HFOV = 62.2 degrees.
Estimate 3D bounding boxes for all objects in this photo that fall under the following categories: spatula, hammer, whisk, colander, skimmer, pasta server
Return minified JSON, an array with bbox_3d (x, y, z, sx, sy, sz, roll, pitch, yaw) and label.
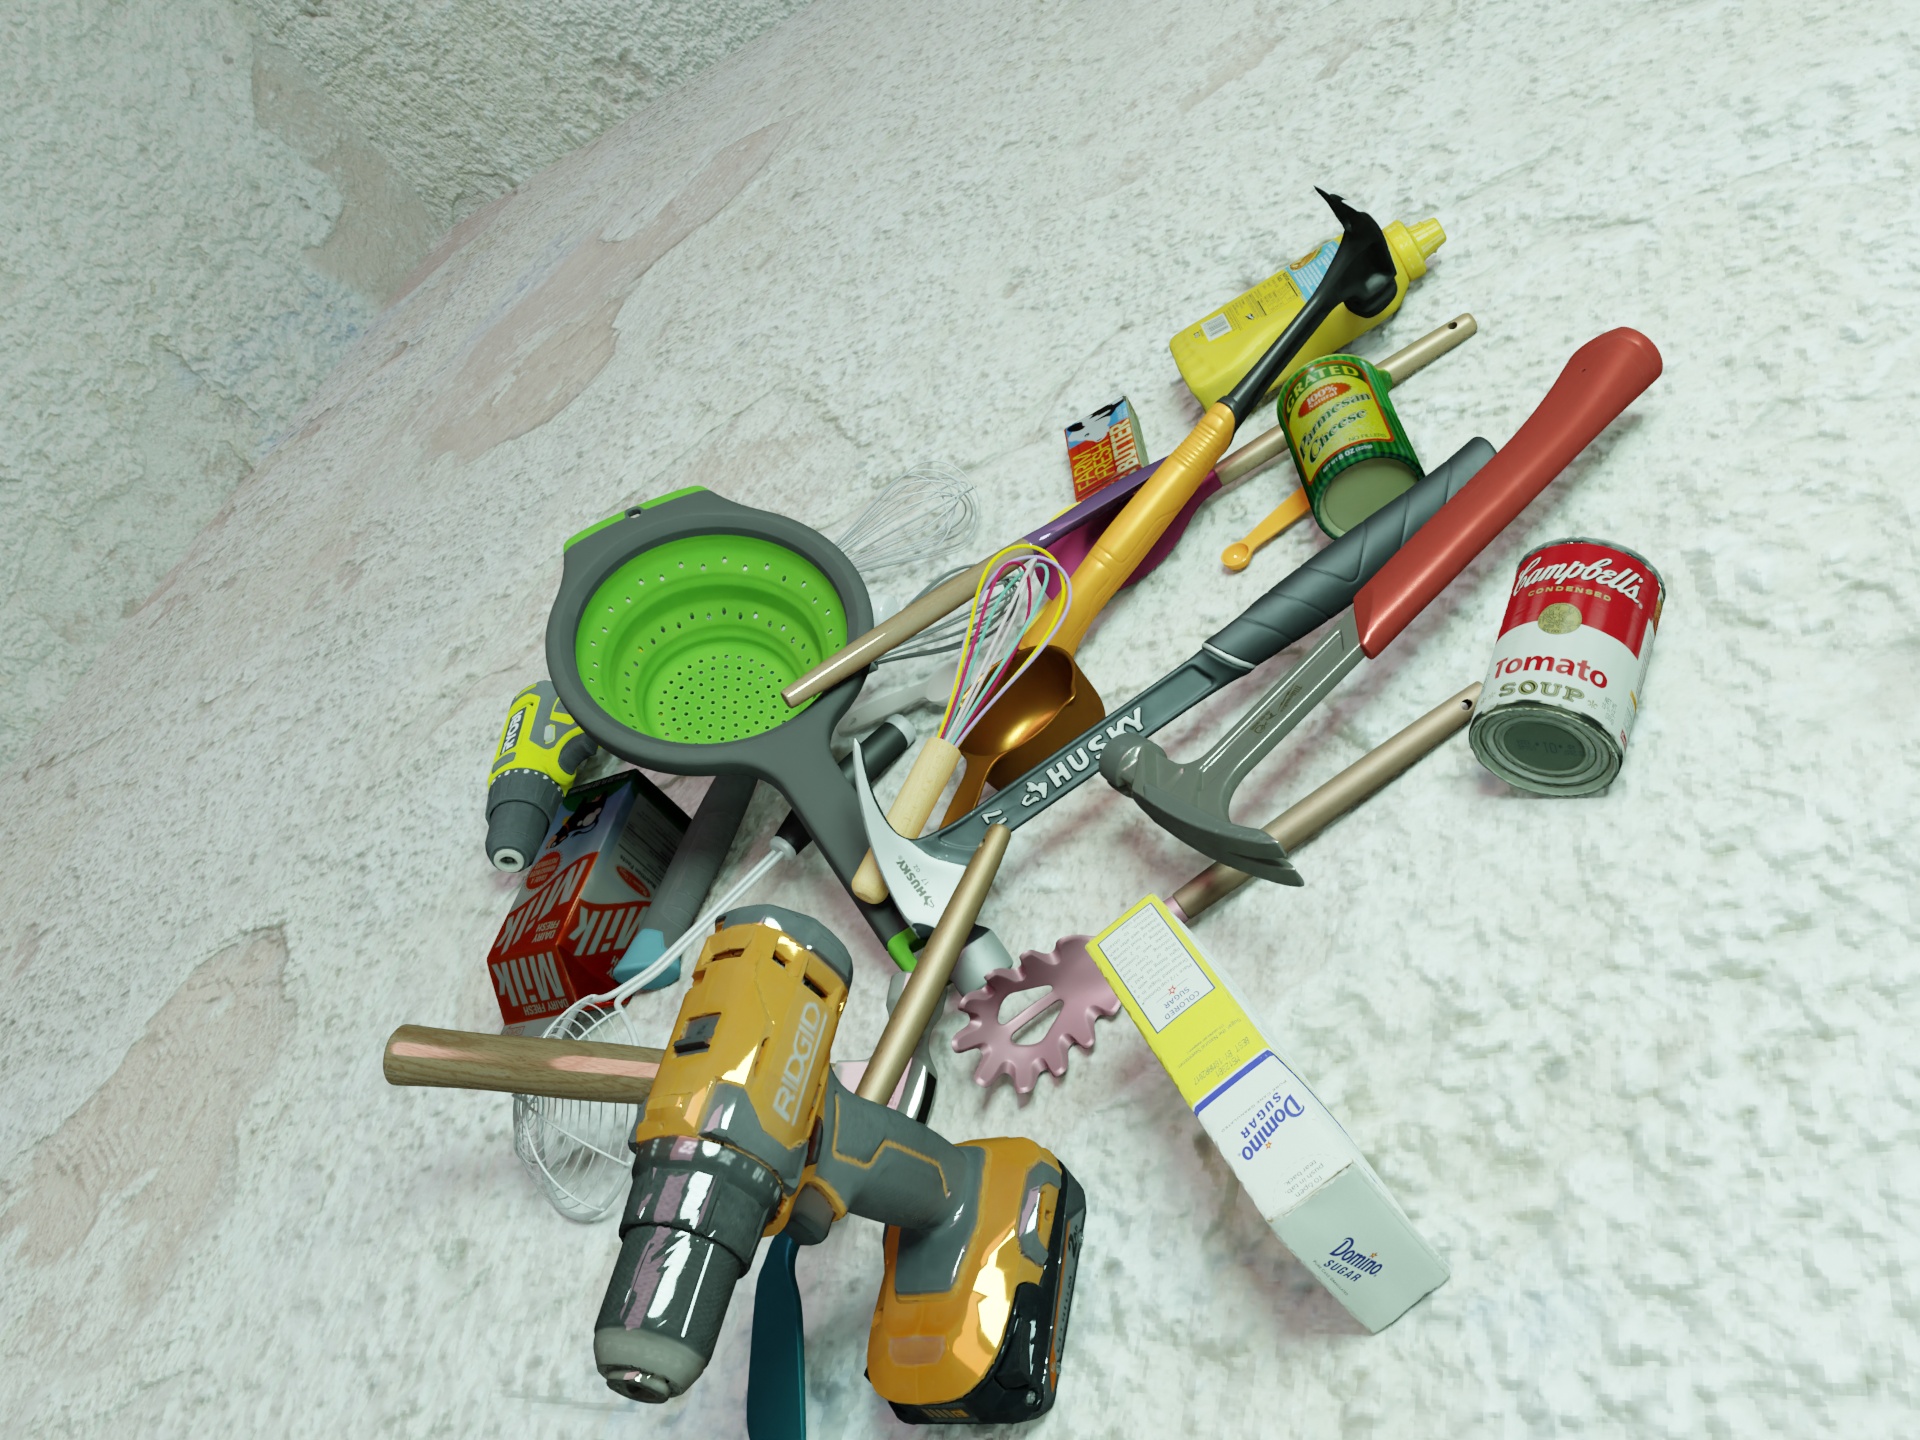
[{"bbox_3d":[0.022,-0.095,0.991,0.316,0.018,0.060,-33,9,-16],"label":"spatula"},{"bbox_3d":[0.232,-0.069,0.796,0.359,0.036,0.149,-43,30,-10],"label":"hammer"},{"bbox_3d":[-0.154,0.038,1.110,0.128,0.033,0.331,3,54,27],"label":"hammer"},{"bbox_3d":[-0.099,-0.120,1.243,0.284,0.070,0.070,-25,36,32],"label":"whisk"},{"bbox_3d":[-0.114,0.024,0.989,0.204,0.094,0.397,-27,60,-19],"label":"colander"},{"bbox_3d":[0.125,-0.027,0.862,0.409,0.149,0.036,-35,-5,-3],"label":"hammer"},{"bbox_3d":[-0.139,0.142,0.992,0.363,0.090,0.127,-45,30,-26],"label":"skimmer"},{"bbox_3d":[-0.172,0.195,0.864,0.331,0.031,0.130,-1,60,20],"label":"hammer"},{"bbox_3d":[0.143,-0.164,0.973,0.034,0.127,0.337,41,97,25],"label":"hammer"},{"bbox_3d":[-0.003,-0.004,0.919,0.051,0.047,0.245,2,56,45],"label":"whisk"},{"bbox_3d":[0.132,0.077,0.787,0.316,0.060,0.040,-36,-5,3],"label":"pasta server"},{"bbox_3d":[-0.036,0.191,0.770,0.318,0.044,0.082,-63,14,-23],"label":"spatula"},{"bbox_3d":[-0.064,-0.047,1.090,0.239,0.055,0.055,-25,35,8],"label":"whisk"}]

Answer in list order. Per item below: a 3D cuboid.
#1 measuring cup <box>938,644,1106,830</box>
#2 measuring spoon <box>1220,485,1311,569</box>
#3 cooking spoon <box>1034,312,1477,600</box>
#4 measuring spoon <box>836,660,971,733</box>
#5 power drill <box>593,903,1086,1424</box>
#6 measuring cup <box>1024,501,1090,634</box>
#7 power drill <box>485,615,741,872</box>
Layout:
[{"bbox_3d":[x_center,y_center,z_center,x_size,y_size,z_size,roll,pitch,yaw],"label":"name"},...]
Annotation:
[{"bbox_3d":[0.028,0.037,0.928,0.095,0.052,0.174,-5,49,42],"label":"measuring cup"},{"bbox_3d":[0.209,-0.130,0.980,0.117,0.011,0.021,-38,40,-3],"label":"measuring spoon"},{"bbox_3d":[0.187,-0.171,1.024,0.319,0.017,0.069,-31,58,8],"label":"cooking spoon"},{"bbox_3d":[-0.038,-0.009,1.085,0.124,0.018,0.034,-21,39,38],"label":"measuring spoon"},{"bbox_3d":[-0.046,0.208,0.637,0.084,0.226,0.185,-17,40,32],"label":"power drill"},{"bbox_3d":[0.057,-0.087,1.061,0.062,0.029,0.157,0,49,45],"label":"measuring cup"},{"bbox_3d":[-0.280,0.010,1.249,0.228,0.080,0.191,-30,34,21],"label":"power drill"}]
